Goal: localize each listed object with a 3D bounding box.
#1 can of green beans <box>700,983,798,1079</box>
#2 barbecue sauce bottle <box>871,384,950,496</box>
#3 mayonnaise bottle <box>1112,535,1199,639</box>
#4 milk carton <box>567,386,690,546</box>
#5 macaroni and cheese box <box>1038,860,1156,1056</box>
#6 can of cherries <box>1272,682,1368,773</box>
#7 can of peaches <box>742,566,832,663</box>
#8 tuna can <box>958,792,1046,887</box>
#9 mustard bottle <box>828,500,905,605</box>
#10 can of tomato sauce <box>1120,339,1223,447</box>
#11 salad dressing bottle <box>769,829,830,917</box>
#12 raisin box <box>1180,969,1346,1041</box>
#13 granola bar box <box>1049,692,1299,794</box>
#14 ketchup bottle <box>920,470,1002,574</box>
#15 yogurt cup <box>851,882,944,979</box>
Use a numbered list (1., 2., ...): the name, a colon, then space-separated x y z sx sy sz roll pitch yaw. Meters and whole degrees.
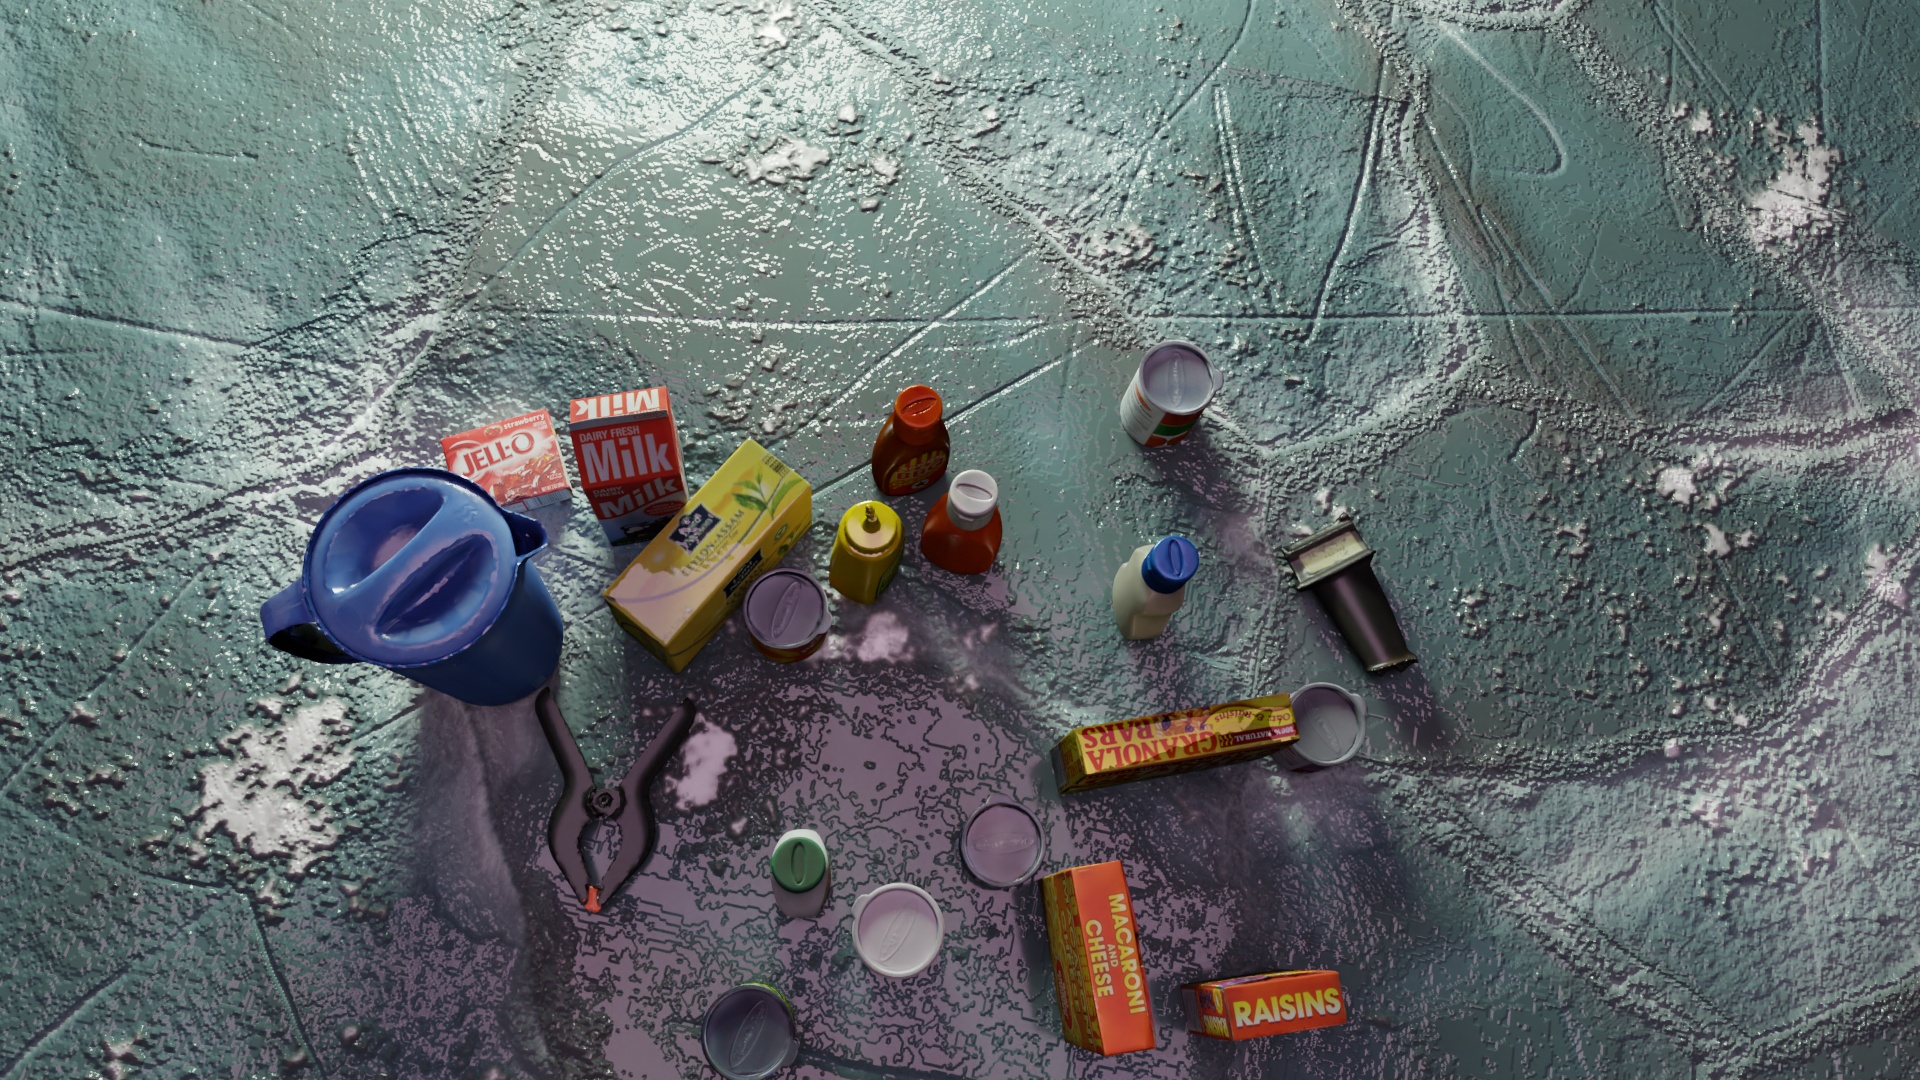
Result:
1. can of green beans: -0.153 0.357 1.011 0.071 0.057 0.071 2 73 -5
2. barbecue sauce bottle: -0.038 -0.080 1.109 0.065 0.148 0.044 -22 77 -11
3. mayonnaise bottle: 0.153 0.034 1.092 0.041 0.147 0.065 -4 74 -6
4. milk carton: -0.249 -0.060 1.061 0.072 0.190 0.073 -10 75 -8
5. macaroni and cheese box: 0.095 0.297 0.996 0.040 0.166 0.124 -7 74 -7
6. can of cherries: 0.286 0.151 1.115 0.071 0.058 0.071 2 73 -5
7. can of peaches: -0.136 0.061 1.103 0.071 0.058 0.071 2 73 -5
8. tuna can: 0.032 0.234 1.079 0.071 0.032 0.071 2 73 -5
9. mustard bottle: -0.071 0.004 1.074 0.049 0.159 0.065 28 73 3
10. can of tomato sauce: 0.177 -0.123 1.176 0.071 0.083 0.071 2 73 -5
11. salad dressing bottle: -0.116 0.239 1.004 0.044 0.147 0.064 0 73 -5
12. raisin box: 0.220 0.338 1.017 0.086 0.123 0.040 -5 74 -7
13. granola bar box: 0.161 0.158 1.067 0.166 0.124 0.039 -8 74 -8
14. ketchup bottle: 0.004 -0.014 1.092 0.065 0.148 0.043 17 73 0
15. yogurt cup: -0.047 0.293 1.042 0.072 0.053 0.072 2 73 -5
